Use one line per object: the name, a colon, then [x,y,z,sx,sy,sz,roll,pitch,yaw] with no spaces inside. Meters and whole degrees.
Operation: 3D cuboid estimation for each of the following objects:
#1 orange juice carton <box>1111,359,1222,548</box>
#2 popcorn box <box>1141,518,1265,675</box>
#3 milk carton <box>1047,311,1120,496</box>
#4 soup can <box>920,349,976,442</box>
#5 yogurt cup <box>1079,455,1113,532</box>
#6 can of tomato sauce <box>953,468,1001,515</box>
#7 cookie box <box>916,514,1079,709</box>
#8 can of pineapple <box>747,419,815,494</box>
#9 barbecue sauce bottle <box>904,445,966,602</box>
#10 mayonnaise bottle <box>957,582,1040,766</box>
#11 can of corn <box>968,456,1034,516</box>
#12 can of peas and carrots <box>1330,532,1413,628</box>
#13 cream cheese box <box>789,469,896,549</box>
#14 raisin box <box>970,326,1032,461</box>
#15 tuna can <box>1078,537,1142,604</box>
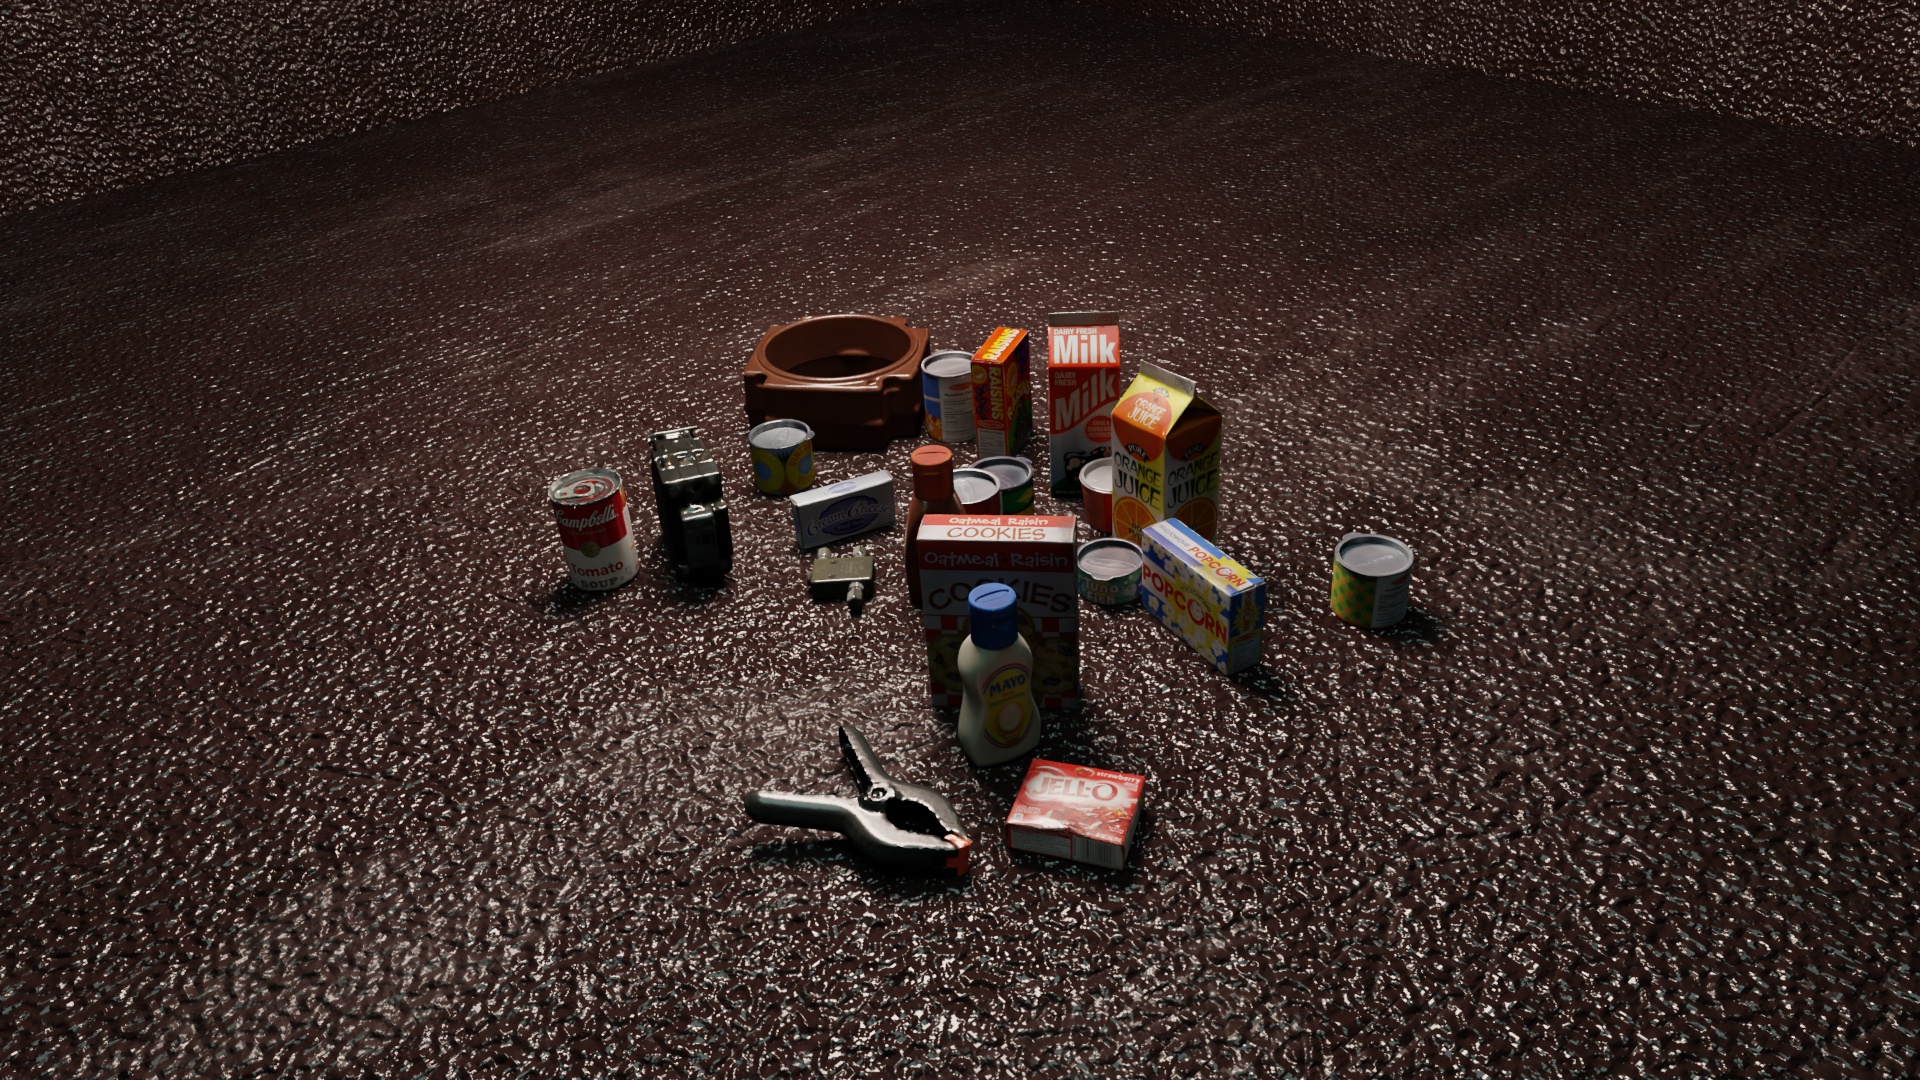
orange juice carton: [0.189,-0.070,1.281,0.073,0.191,0.072,-24,37,-28]
popcorn box: [0.206,0.046,1.195,0.038,0.084,0.127,-19,35,-23]
milk carton: [0.125,-0.143,1.404,0.072,0.189,0.074,-1,32,5]
soup can: [-0.009,-0.161,1.547,0.071,0.083,0.072,-3,32,2]
yogurt cup: [0.152,-0.044,1.372,0.072,0.053,0.073,-3,32,2]
can of tomato sauce: [0.005,-0.017,1.319,0.071,0.082,0.071,-3,32,2]
cookie box: [0.033,0.058,1.120,0.123,0.166,0.040,1,32,8]
can of pineapple: [-0.188,-0.088,1.476,0.071,0.057,0.071,-3,32,2]
barbecue sauce bottle: [-0.021,-0.013,1.255,0.065,0.147,0.044,-2,32,3]
mayonnaise bottle: [0.028,0.103,1.068,0.065,0.147,0.041,-18,35,-20]
can of corn: [0.042,-0.044,1.380,0.071,0.058,0.071,-3,32,2]
can of peas and carrots: [0.359,0.035,1.221,0.071,0.058,0.071,-3,32,2]
cream cheese box: [-0.115,-0.031,1.382,0.104,0.053,0.024,-17,34,-19]
raisin box: [0.045,-0.156,1.496,0.040,0.122,0.086,9,35,20]
tuna can: [0.137,0.030,1.278,0.071,0.032,0.071,-3,32,2]
